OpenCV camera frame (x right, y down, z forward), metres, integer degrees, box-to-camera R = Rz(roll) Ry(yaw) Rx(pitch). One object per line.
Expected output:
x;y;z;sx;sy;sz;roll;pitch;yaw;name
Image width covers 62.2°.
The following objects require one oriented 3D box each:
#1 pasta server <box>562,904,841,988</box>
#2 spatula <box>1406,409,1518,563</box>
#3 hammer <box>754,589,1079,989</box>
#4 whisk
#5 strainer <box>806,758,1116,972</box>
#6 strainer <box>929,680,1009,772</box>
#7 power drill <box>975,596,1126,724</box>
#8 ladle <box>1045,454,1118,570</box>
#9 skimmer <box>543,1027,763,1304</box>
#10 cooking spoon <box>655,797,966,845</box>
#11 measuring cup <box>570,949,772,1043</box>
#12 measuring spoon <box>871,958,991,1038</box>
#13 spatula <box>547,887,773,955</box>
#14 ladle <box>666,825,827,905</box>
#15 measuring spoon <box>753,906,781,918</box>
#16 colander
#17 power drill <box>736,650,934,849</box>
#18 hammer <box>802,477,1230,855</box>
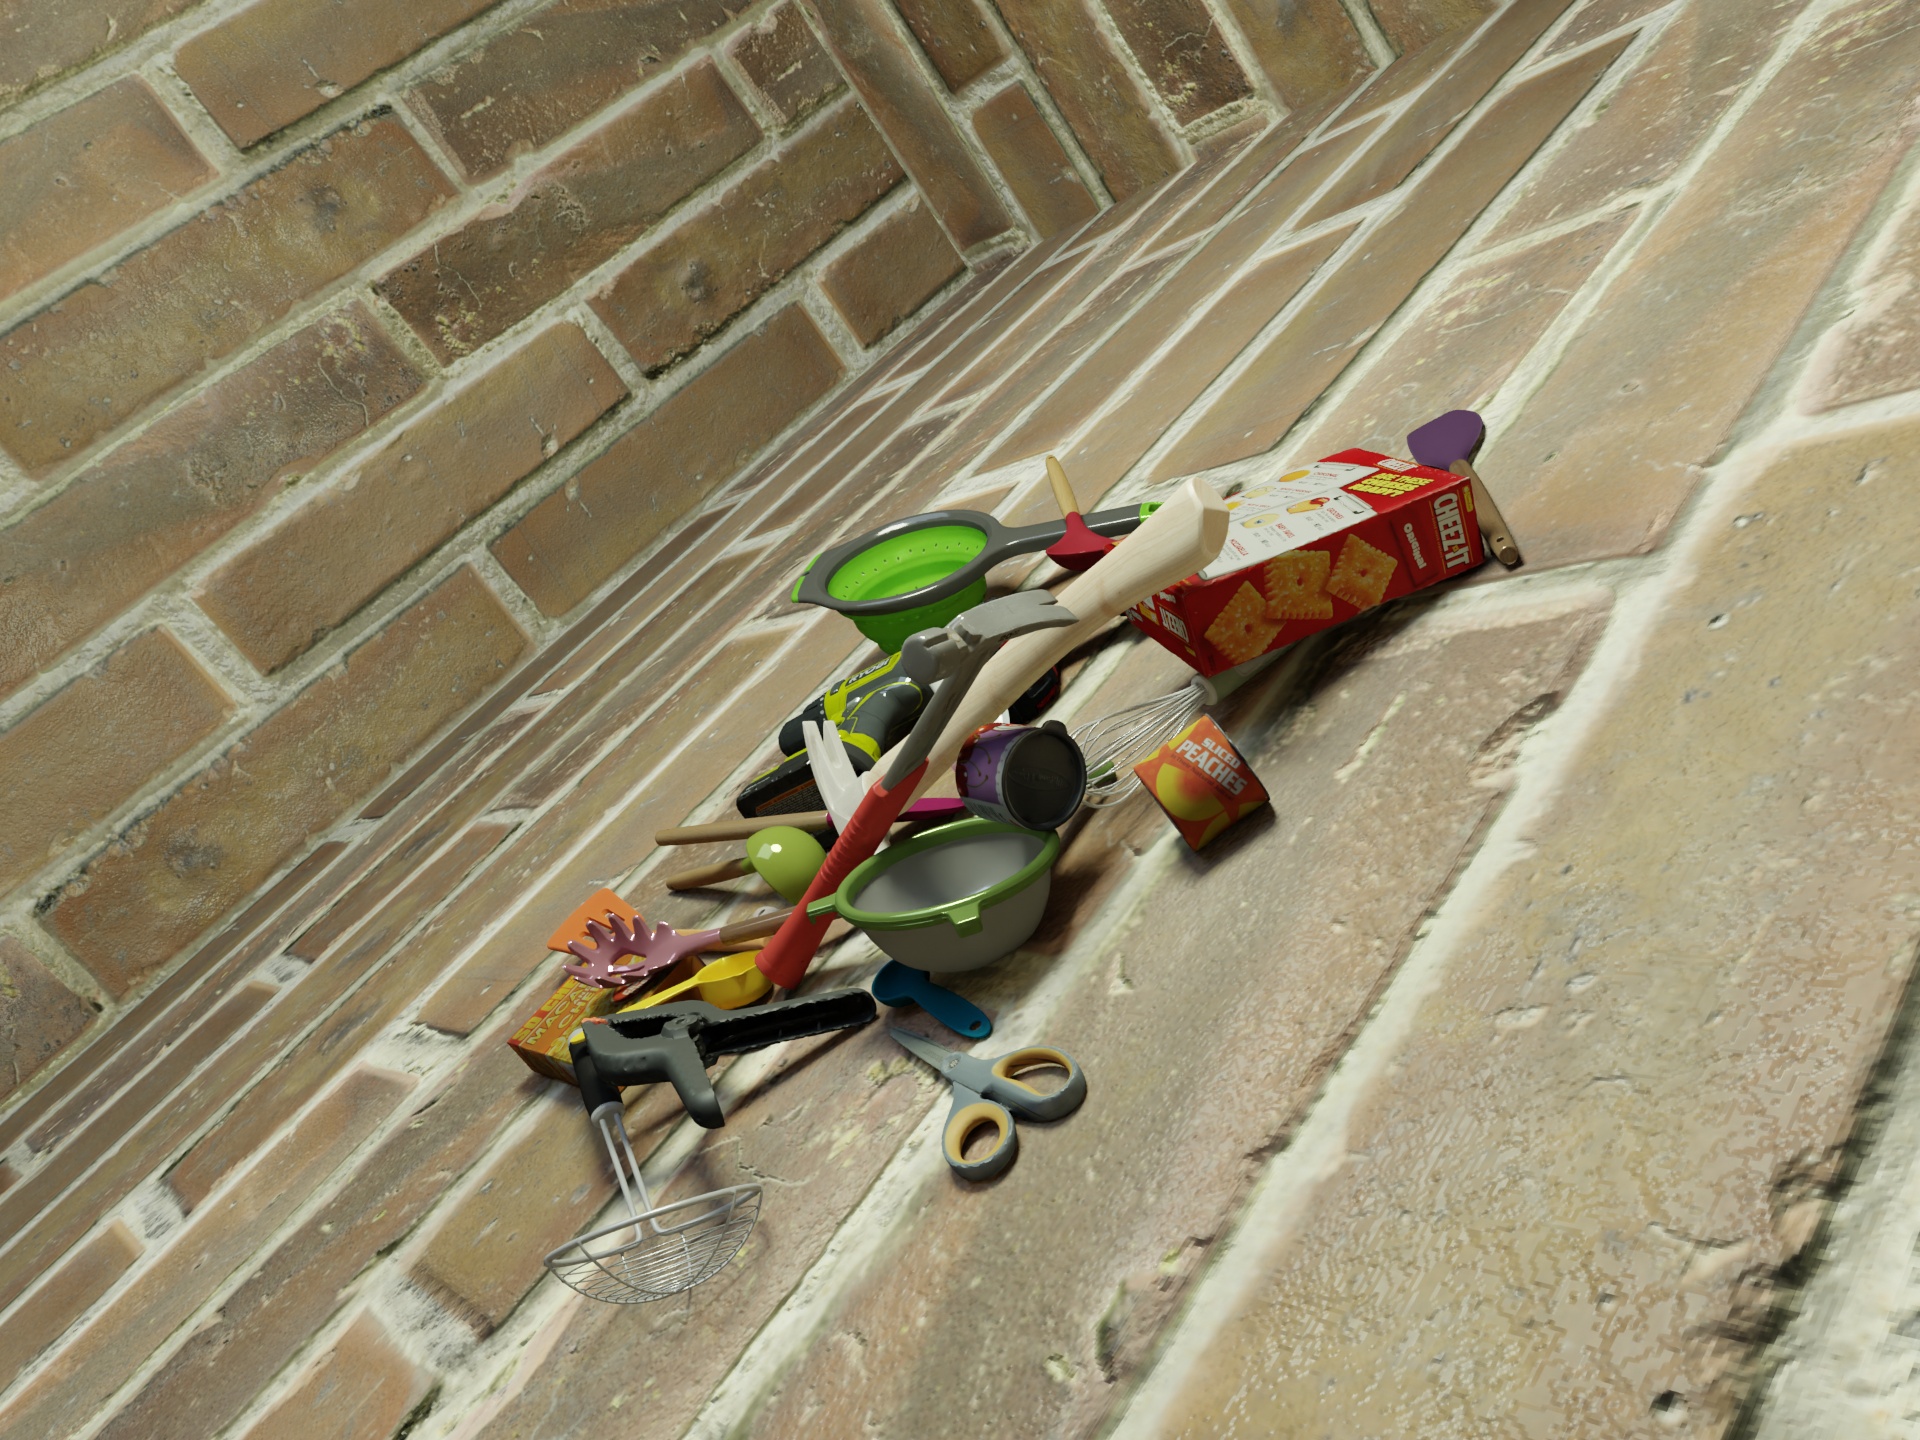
-0.160;0.154;1.209;0.316;0.040;0.060;-16;44;20;pasta server
0.375;-0.179;1.175;0.060;0.018;0.316;-28;20;19;spatula
-0.050;0.059;1.084;0.149;0.037;0.359;-21;-30;-49;hammer
0.162;-0.017;1.095;0.246;0.058;0.059;-34;-1;-23;whisk
0.032;0.102;1.065;0.151;0.069;0.256;-3;20;43;strainer
-0.002;-0.004;1.319;0.259;0.050;0.087;-123;46;-69;strainer
0.119;-0.085;1.312;0.226;0.080;0.188;-28;21;15;power drill
0.103;-0.204;1.527;0.069;0.031;0.316;-6;27;-1;ladle
-0.222;0.259;1.028;0.127;0.090;0.364;-15;20;-18;skimmer
-0.127;0.084;1.312;0.319;0.017;0.068;-8;3;30;cooking spoon
-0.211;0.215;1.181;0.156;0.029;0.062;-23;11;-19;measuring cup
-0.014;0.183;1.014;0.042;0.021;0.129;-42;29;-18;measuring spoon
-0.256;0.183;1.377;0.323;0.041;0.081;-9;33;51;spatula
-0.200;0.137;1.372;0.320;0.078;0.062;-18;35;58;ladle
-0.147;0.159;1.279;0.034;0.018;0.124;-43;20;-19;measuring spoon
0.033;-0.140;1.588;0.397;0.094;0.205;-9;30;19;colander
-0.115;0.028;1.445;0.190;0.080;0.229;-26;19;27;power drill
0.029;-0.038;1.115;0.038;0.146;0.410;-2;-31;-46;hammer
